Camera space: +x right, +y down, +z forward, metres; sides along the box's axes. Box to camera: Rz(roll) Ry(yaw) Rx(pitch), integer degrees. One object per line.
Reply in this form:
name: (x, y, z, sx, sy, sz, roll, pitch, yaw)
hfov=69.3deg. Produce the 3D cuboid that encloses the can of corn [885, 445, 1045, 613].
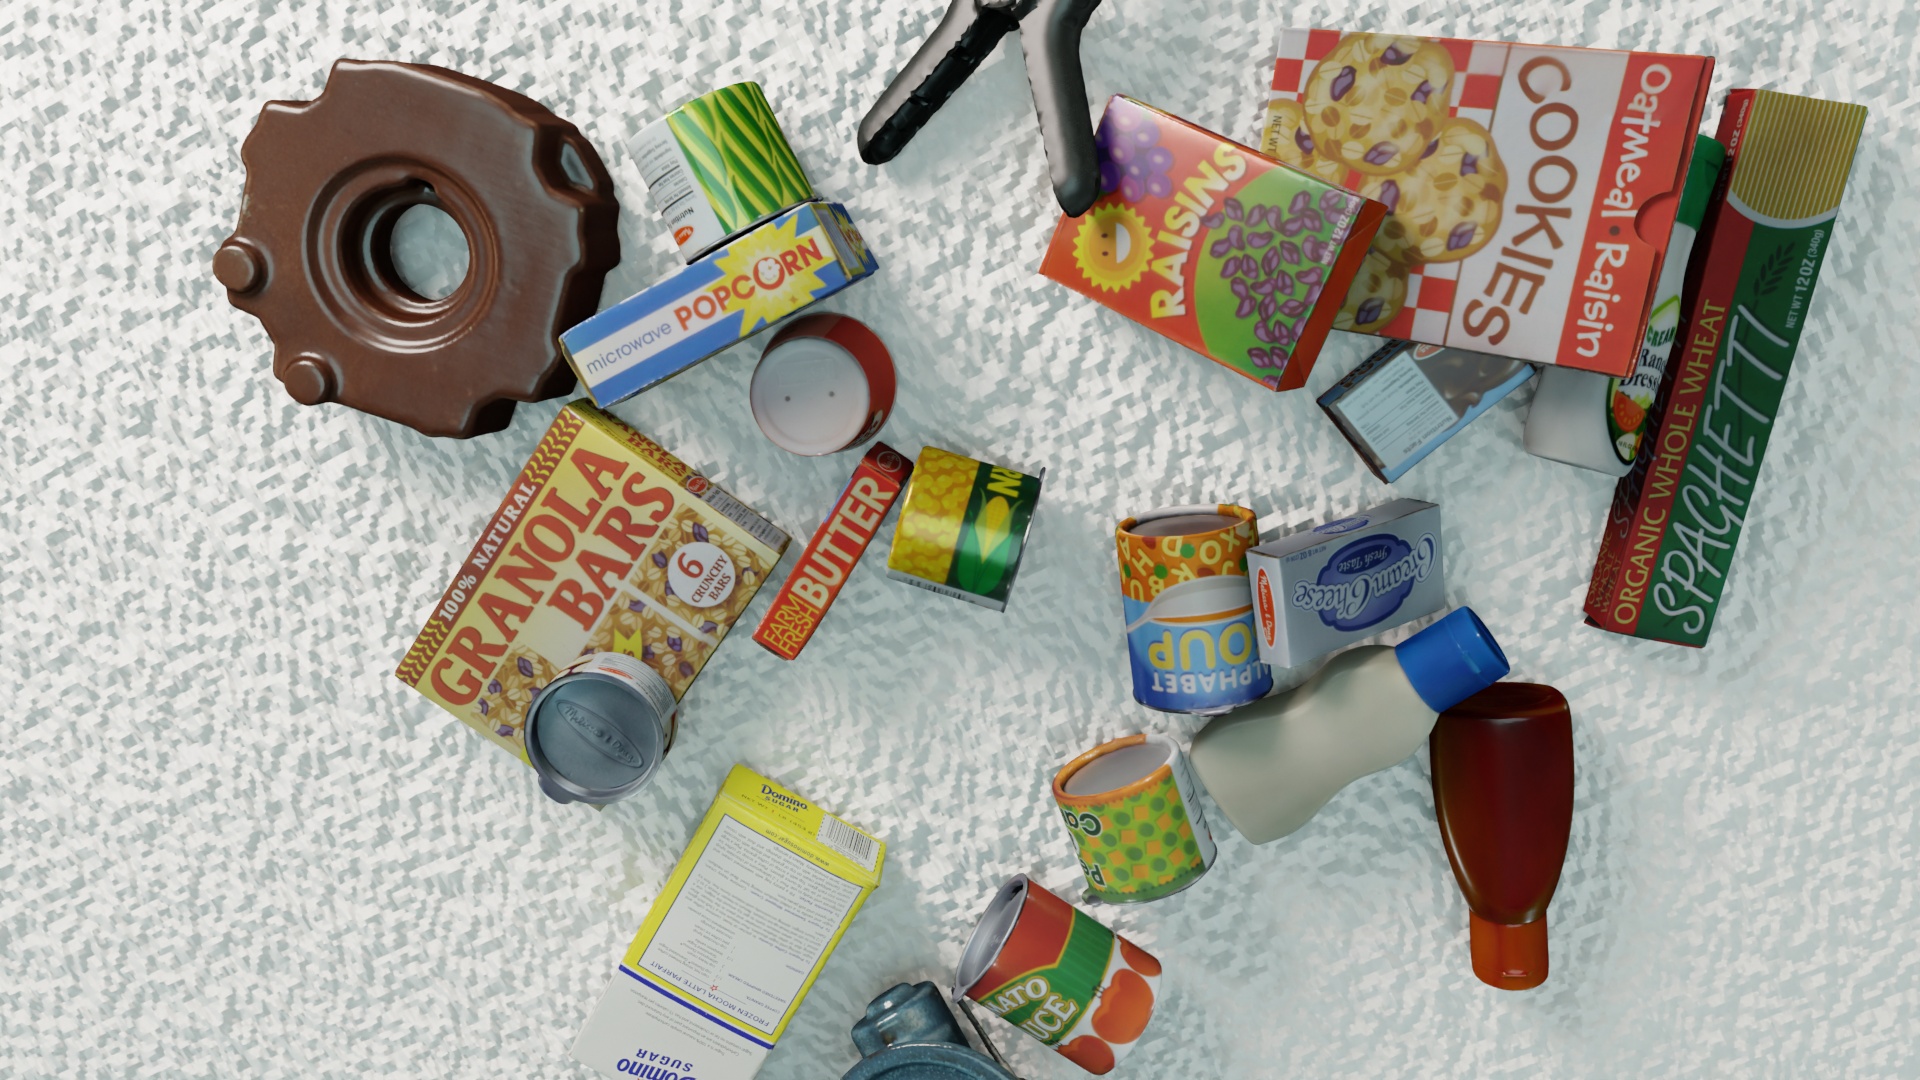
can of corn: (0.002, -0.008, 0.647, 0.058, 0.071, 0.071, 16, 104, 0)

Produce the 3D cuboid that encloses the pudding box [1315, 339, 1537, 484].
pudding box: (0.212, -0.070, 0.636, 0.083, 0.030, 0.049, -40, 97, 12)

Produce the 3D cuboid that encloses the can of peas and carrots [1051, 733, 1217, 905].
can of peas and carrots: (0.082, 0.135, 0.675, 0.071, 0.071, 0.058, -19, 101, 8)

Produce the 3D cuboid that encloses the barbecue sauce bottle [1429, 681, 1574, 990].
barbecue sauce bottle: (0.265, 0.145, 0.677, 0.065, 0.044, 0.148, -4, 104, 14)

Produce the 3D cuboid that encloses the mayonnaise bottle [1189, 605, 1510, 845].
mayonnaise bottle: (0.184, 0.084, 0.655, 0.147, 0.041, 0.064, -36, 93, 22)

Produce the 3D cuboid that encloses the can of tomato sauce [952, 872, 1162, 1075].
can of tomato sauce: (0.048, 0.219, 0.696, 0.083, 0.071, 0.071, 33, 104, -5)

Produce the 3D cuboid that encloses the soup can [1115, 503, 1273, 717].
soup can: (0.109, 0.031, 0.646, 0.071, 0.071, 0.083, -7, 103, 6)

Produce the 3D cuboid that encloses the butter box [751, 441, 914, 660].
butter box: (-0.059, 0.005, 0.661, 0.024, 0.053, 0.103, 32, 103, -2)

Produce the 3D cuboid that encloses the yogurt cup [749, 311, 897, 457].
yogurt cup: (-0.065, -0.070, 0.643, 0.072, 0.054, 0.072, 1, 103, 3)

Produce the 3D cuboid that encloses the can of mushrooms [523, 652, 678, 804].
can of mushrooms: (-0.171, 0.090, 0.658, 0.071, 0.033, 0.070, 1, 105, 3)

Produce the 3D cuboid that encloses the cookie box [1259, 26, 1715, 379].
cookie box: (0.207, -0.142, 0.578, 0.167, 0.040, 0.122, 16, 106, 28)

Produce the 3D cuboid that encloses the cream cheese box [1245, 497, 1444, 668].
cream cheese box: (0.178, 0.018, 0.635, 0.104, 0.024, 0.053, -16, 105, -29)

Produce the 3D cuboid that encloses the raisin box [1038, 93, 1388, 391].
raisin box: (0.105, -0.128, 0.595, 0.123, 0.040, 0.085, 32, 113, 25)

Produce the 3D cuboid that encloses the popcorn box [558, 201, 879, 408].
popcorn box: (-0.105, -0.107, 0.621, 0.126, 0.085, 0.038, -25, 100, 10)

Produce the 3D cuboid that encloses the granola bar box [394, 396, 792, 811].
granola bar box: (-0.180, 0.032, 0.683, 0.124, 0.039, 0.165, 35, 103, -6)

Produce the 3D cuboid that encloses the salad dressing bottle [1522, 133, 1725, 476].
salad dressing bottle: (0.293, -0.104, 0.611, 0.064, 0.044, 0.147, 8, 101, -44)

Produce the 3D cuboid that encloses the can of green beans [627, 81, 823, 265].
can of green beans: (-0.106, -0.163, 0.617, 0.071, 0.071, 0.057, -25, 100, 10)

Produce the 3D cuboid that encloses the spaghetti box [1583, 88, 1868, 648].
spaghetti box: (0.341, -0.073, 0.627, 0.050, 0.029, 0.249, 10, 104, 2)
